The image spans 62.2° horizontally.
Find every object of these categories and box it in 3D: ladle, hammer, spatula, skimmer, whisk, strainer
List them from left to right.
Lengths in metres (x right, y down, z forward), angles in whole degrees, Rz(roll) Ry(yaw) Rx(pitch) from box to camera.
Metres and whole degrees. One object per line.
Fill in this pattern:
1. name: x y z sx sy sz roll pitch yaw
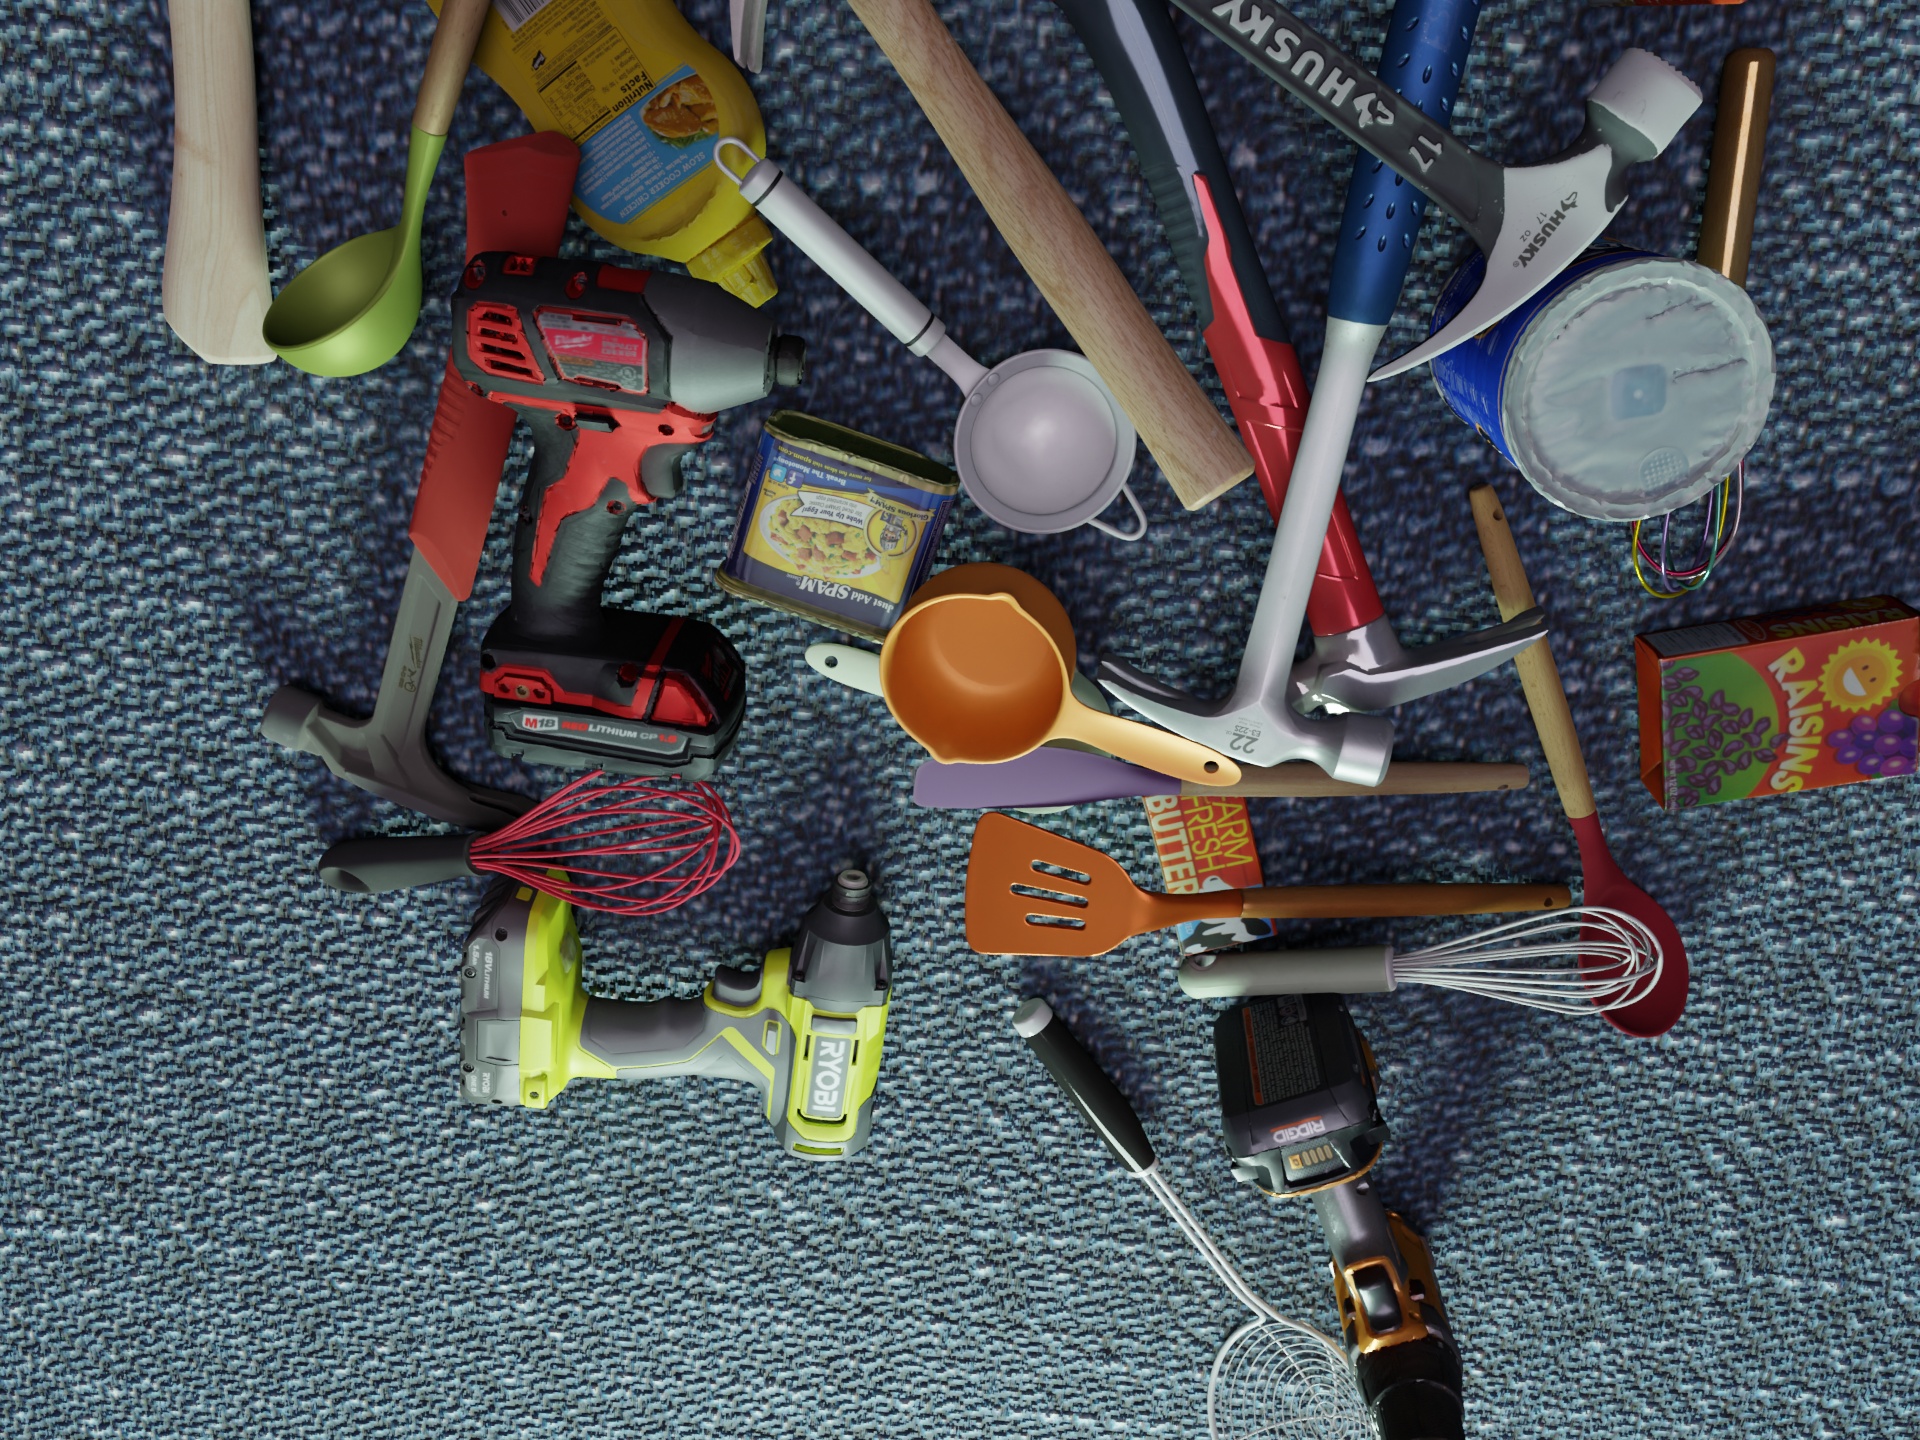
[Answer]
1. hammer: -0.320 -0.360 0.681 0.146 0.038 0.410 4 114 0
2. ladle: -0.224 -0.273 0.656 0.062 0.078 0.320 13 132 -27
3. hammer: -0.232 -0.101 0.759 0.149 0.037 0.359 23 121 -6
4. whisk: -0.228 0.066 0.802 0.296 0.073 0.073 -8 115 33
5. strainer: -0.010 -0.171 0.722 0.258 0.050 0.087 39 101 -24
6. hammer: 0.017 -0.232 0.678 0.130 0.031 0.331 -34 92 18
7. hammer: 0.070 -0.296 0.617 0.409 0.036 0.149 38 112 4
8. skimmer: 0.126 0.320 0.916 0.127 0.090 0.363 -20 111 45
9. spatula: 0.134 0.029 0.797 0.316 0.018 0.059 0 147 -8
10. spatula: 0.164 0.090 0.828 0.322 0.041 0.081 0 111 -11
11. hammer: 0.144 -0.181 0.723 0.143 0.038 0.386 -18 110 20
12. hammer: 0.163 -0.163 0.686 0.144 0.035 0.405 12 116 5
13. whisk: 0.233 0.129 0.829 0.246 0.058 0.059 -7 109 24
14. ladle: 0.310 0.025 0.813 0.069 0.031 0.315 -31 108 -21
15. whisk: 0.339 -0.173 0.722 0.047 0.051 0.244 2 110 8

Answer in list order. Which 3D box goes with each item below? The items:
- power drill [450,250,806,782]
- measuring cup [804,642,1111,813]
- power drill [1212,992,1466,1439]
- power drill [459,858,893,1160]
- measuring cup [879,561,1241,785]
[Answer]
1. power drill: -0.143 -0.088 0.698 0.143 0.079 0.219 7 119 0
2. measuring cup: -0.001 -0.003 0.813 0.167 0.038 0.083 19 113 -7
3. power drill: 0.210 0.278 0.845 0.084 0.185 0.226 -20 107 13
4. power drill: -0.150 0.149 0.869 0.223 0.080 0.171 7 114 -4
5. measuring cup: 0.050 -0.015 0.740 0.173 0.052 0.095 20 122 -1
